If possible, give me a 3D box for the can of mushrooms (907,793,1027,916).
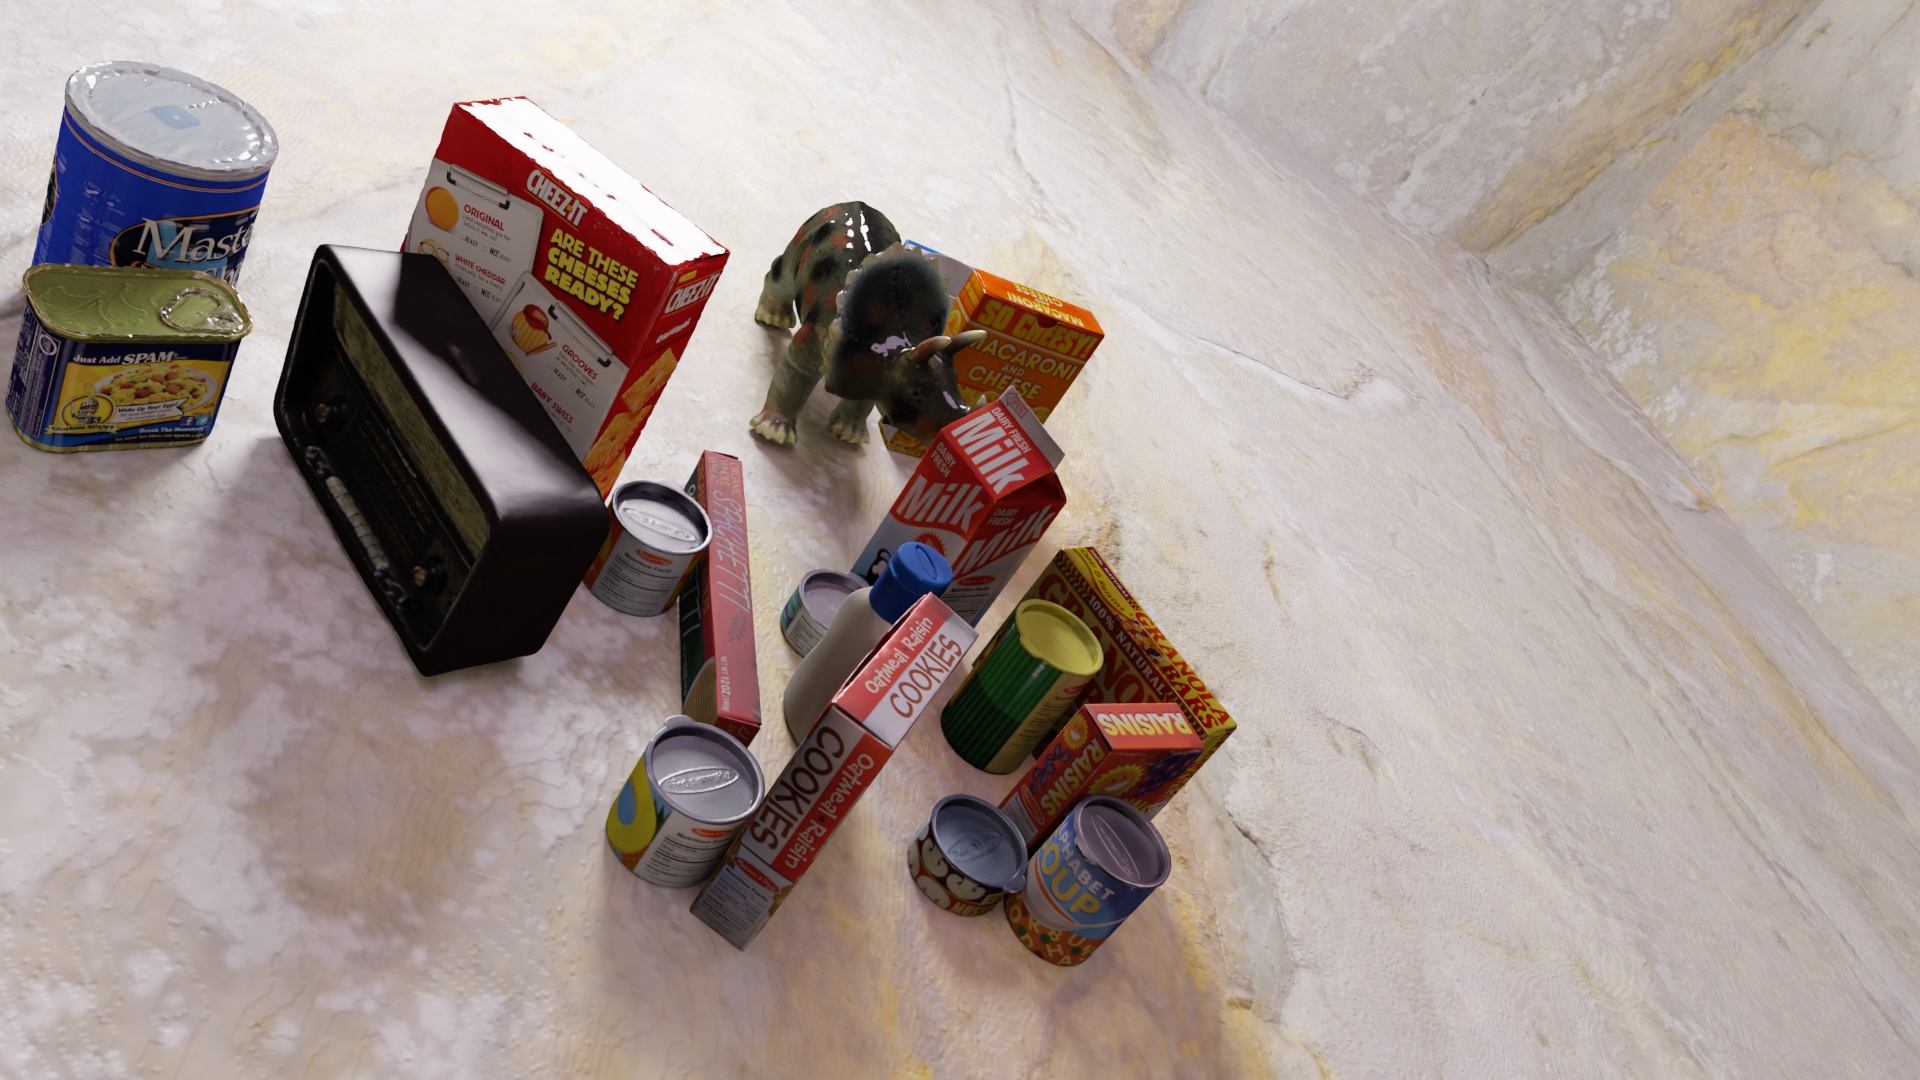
[{"bbox_3d":[0.005,0.189,0.827,0.071,0.033,0.071,25,32,-17],"label":"can of mushrooms"}]

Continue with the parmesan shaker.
[{"bbox_3d":[0.037,0.098,0.917,0.071,0.102,0.072,25,32,-17],"label":"parmesan shaker"}]

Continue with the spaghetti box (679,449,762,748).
[{"bbox_3d":[-0.153,0.036,0.869,0.029,0.050,0.251,19,34,-26],"label":"spaghetti box"}]

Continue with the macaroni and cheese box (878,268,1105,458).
[{"bbox_3d":[0.025,-0.134,1.167,0.124,0.165,0.040,14,36,-32],"label":"macaroni and cheese box"}]

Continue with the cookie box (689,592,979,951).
[{"bbox_3d":[-0.065,0.118,0.725,0.040,0.166,0.123,37,30,2],"label":"cookie box"}]

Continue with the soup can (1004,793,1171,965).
[{"bbox_3d":[0.072,0.202,0.824,0.071,0.083,0.072,25,32,-17],"label":"soup can"}]

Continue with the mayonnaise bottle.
[{"bbox_3d":[-0.055,0.065,0.829,0.041,0.147,0.065,9,39,-38],"label":"mayonnaise bottle"}]

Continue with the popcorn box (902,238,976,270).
[{"bbox_3d":[-0.016,-0.226,1.334,0.127,0.084,0.038,19,34,-26],"label":"popcorn box"}]

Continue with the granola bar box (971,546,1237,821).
[{"bbox_3d":[0.094,0.104,0.942,0.039,0.123,0.166,-2,46,-46],"label":"granola bar box"}]

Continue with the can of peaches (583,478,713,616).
[{"bbox_3d":[-0.196,0.003,0.866,0.071,0.057,0.071,25,32,-17],"label":"can of peaches"}]

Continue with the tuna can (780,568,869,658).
[{"bbox_3d":[-0.084,0.052,0.931,0.071,0.032,0.071,25,32,-17],"label":"tuna can"}]

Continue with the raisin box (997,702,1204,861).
[{"bbox_3d":[0.082,0.154,0.862,0.086,0.122,0.040,6,41,-40],"label":"raisin box"}]

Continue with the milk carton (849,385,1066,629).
[{"bbox_3d":[0.003,-0.012,0.951,0.073,0.189,0.072,-1,45,-45],"label":"milk carton"}]

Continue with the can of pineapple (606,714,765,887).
[{"bbox_3d":[-0.145,0.137,0.729,0.071,0.057,0.071,25,32,-17],"label":"can of pineapple"}]
